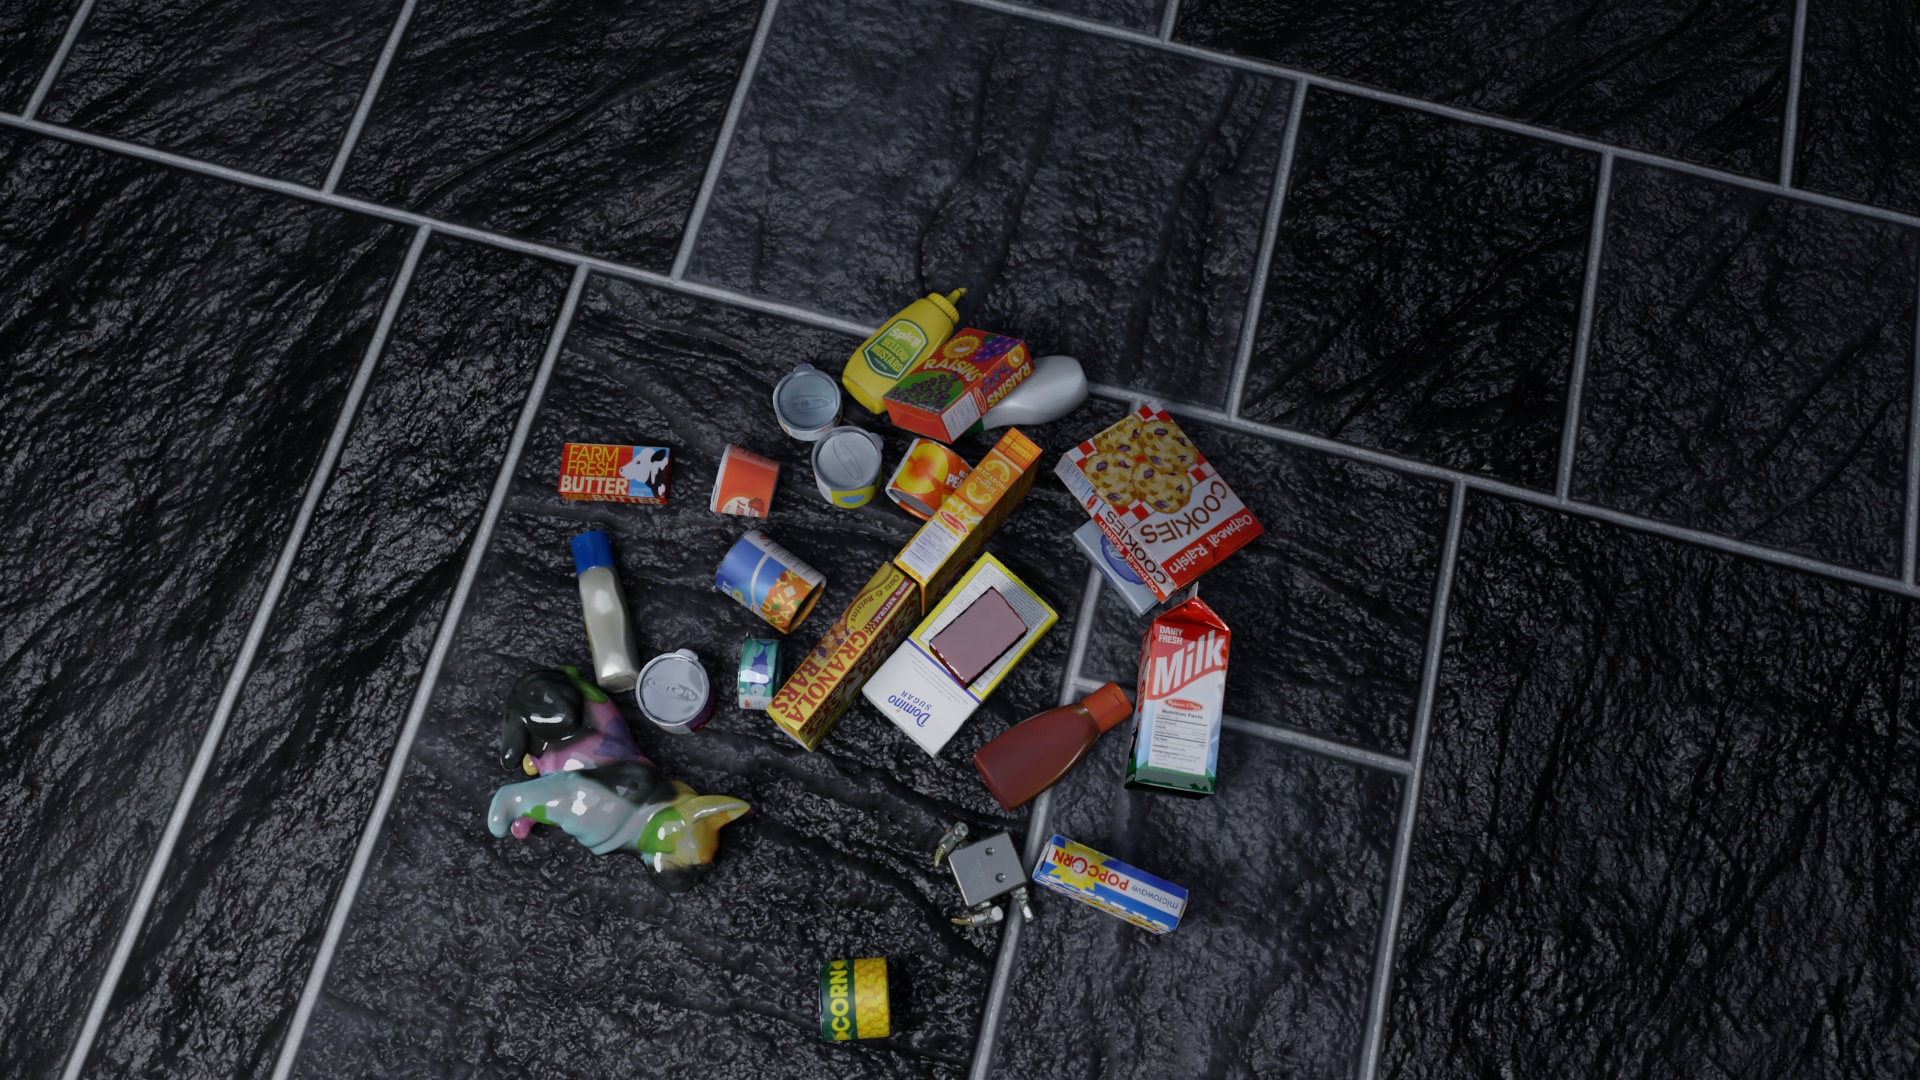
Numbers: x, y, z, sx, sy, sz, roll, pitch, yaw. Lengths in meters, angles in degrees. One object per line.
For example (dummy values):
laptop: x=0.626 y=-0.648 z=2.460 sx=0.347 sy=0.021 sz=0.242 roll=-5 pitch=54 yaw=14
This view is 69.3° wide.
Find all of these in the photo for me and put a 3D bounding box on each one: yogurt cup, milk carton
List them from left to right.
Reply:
yogurt cup: x=-0.204 y=-0.054 z=1.326 sx=0.054 sy=0.072 sz=0.072 roll=14 pitch=73 yaw=-6
milk carton: x=0.201 y=0.136 z=1.276 sx=0.073 sy=0.072 sz=0.191 roll=9 pitch=74 yaw=1

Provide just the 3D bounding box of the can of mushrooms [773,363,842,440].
can of mushrooms: x=-0.150 y=-0.135 z=1.367 sx=0.071 sy=0.033 sz=0.071 roll=0 pitch=74 yaw=-1

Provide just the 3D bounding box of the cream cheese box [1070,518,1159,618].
cream cheese box: x=0.160 y=0.018 z=1.335 sx=0.053 sy=0.024 sz=0.104 roll=-37 pitch=78 yaw=-11

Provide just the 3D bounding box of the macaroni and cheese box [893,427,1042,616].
macaroni and cheese box: x=0.005 y=-0.016 z=1.289 sx=0.040 sy=0.123 sz=0.167 roll=39 pitch=76 yaw=8

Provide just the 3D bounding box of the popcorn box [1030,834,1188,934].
popcorn box: x=0.129 y=0.302 z=1.216 sx=0.127 sy=0.085 sz=0.038 roll=22 pitch=73 yaw=5

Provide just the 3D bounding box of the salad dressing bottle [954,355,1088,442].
salad dressing bottle: x=0.051 y=-0.137 z=1.369 sx=0.148 sy=0.044 sz=0.064 roll=-20 pitch=69 yaw=-6

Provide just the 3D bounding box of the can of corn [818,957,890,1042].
can of corn: x=-0.090 y=0.393 z=1.190 sx=0.058 sy=0.071 sz=0.071 roll=-3 pitch=74 yaw=-3

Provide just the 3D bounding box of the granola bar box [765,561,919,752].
granola bar box: x=-0.101 y=0.108 z=1.248 sx=0.039 sy=0.124 sz=0.166 roll=36 pitch=76 yaw=10

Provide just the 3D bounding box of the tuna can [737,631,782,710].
tuna can: x=-0.183 y=0.120 z=1.272 sx=0.033 sy=0.071 sz=0.071 roll=5 pitch=73 yaw=-1

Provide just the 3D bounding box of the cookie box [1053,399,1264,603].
cookie box: x=0.190 y=-0.039 z=1.328 sx=0.123 sy=0.040 sz=0.167 roll=-31 pitch=75 yaw=-28

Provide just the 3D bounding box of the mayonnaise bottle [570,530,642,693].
mayonnaise bottle: x=-0.330 y=0.065 z=1.289 sx=0.041 sy=0.064 sz=0.148 roll=-15 pitch=70 yaw=-8

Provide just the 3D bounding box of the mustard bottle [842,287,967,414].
mustard bottle: x=-0.048 y=-0.200 z=1.381 sx=0.065 sy=0.048 sz=0.160 roll=39 pitch=76 yaw=8

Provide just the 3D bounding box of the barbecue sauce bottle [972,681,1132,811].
barbecue sauce bottle: x=0.088 y=0.183 z=1.273 sx=0.149 sy=0.043 sz=0.065 roll=-32 pitch=77 yaw=-11

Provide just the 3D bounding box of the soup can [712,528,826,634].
soup can: x=-0.179 y=0.041 z=1.297 sx=0.084 sy=0.071 sz=0.071 roll=34 pitch=76 yaw=8

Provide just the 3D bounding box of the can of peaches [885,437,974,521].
can of peaches: x=-0.028 y=-0.056 z=1.329 sx=0.071 sy=0.071 sz=0.058 roll=29 pitch=75 yaw=7

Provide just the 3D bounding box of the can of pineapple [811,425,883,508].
can of pineapple: x=-0.106 y=-0.070 z=1.336 sx=0.071 sy=0.057 sz=0.071 roll=1 pitch=74 yaw=-2

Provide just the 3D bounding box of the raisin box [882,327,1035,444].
raisin box: x=-0.001 y=-0.151 z=1.337 sx=0.124 sy=0.040 sz=0.086 roll=-43 pitch=40 yaw=-24

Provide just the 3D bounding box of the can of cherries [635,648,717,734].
can of cherries: x=-0.256 y=0.138 z=1.269 sx=0.071 sy=0.058 sz=0.071 roll=0 pitch=73 yaw=-1

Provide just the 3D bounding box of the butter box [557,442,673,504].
butter box: x=-0.333 y=-0.065 z=1.345 sx=0.103 sy=0.024 sz=0.053 roll=3 pitch=73 yaw=-1
